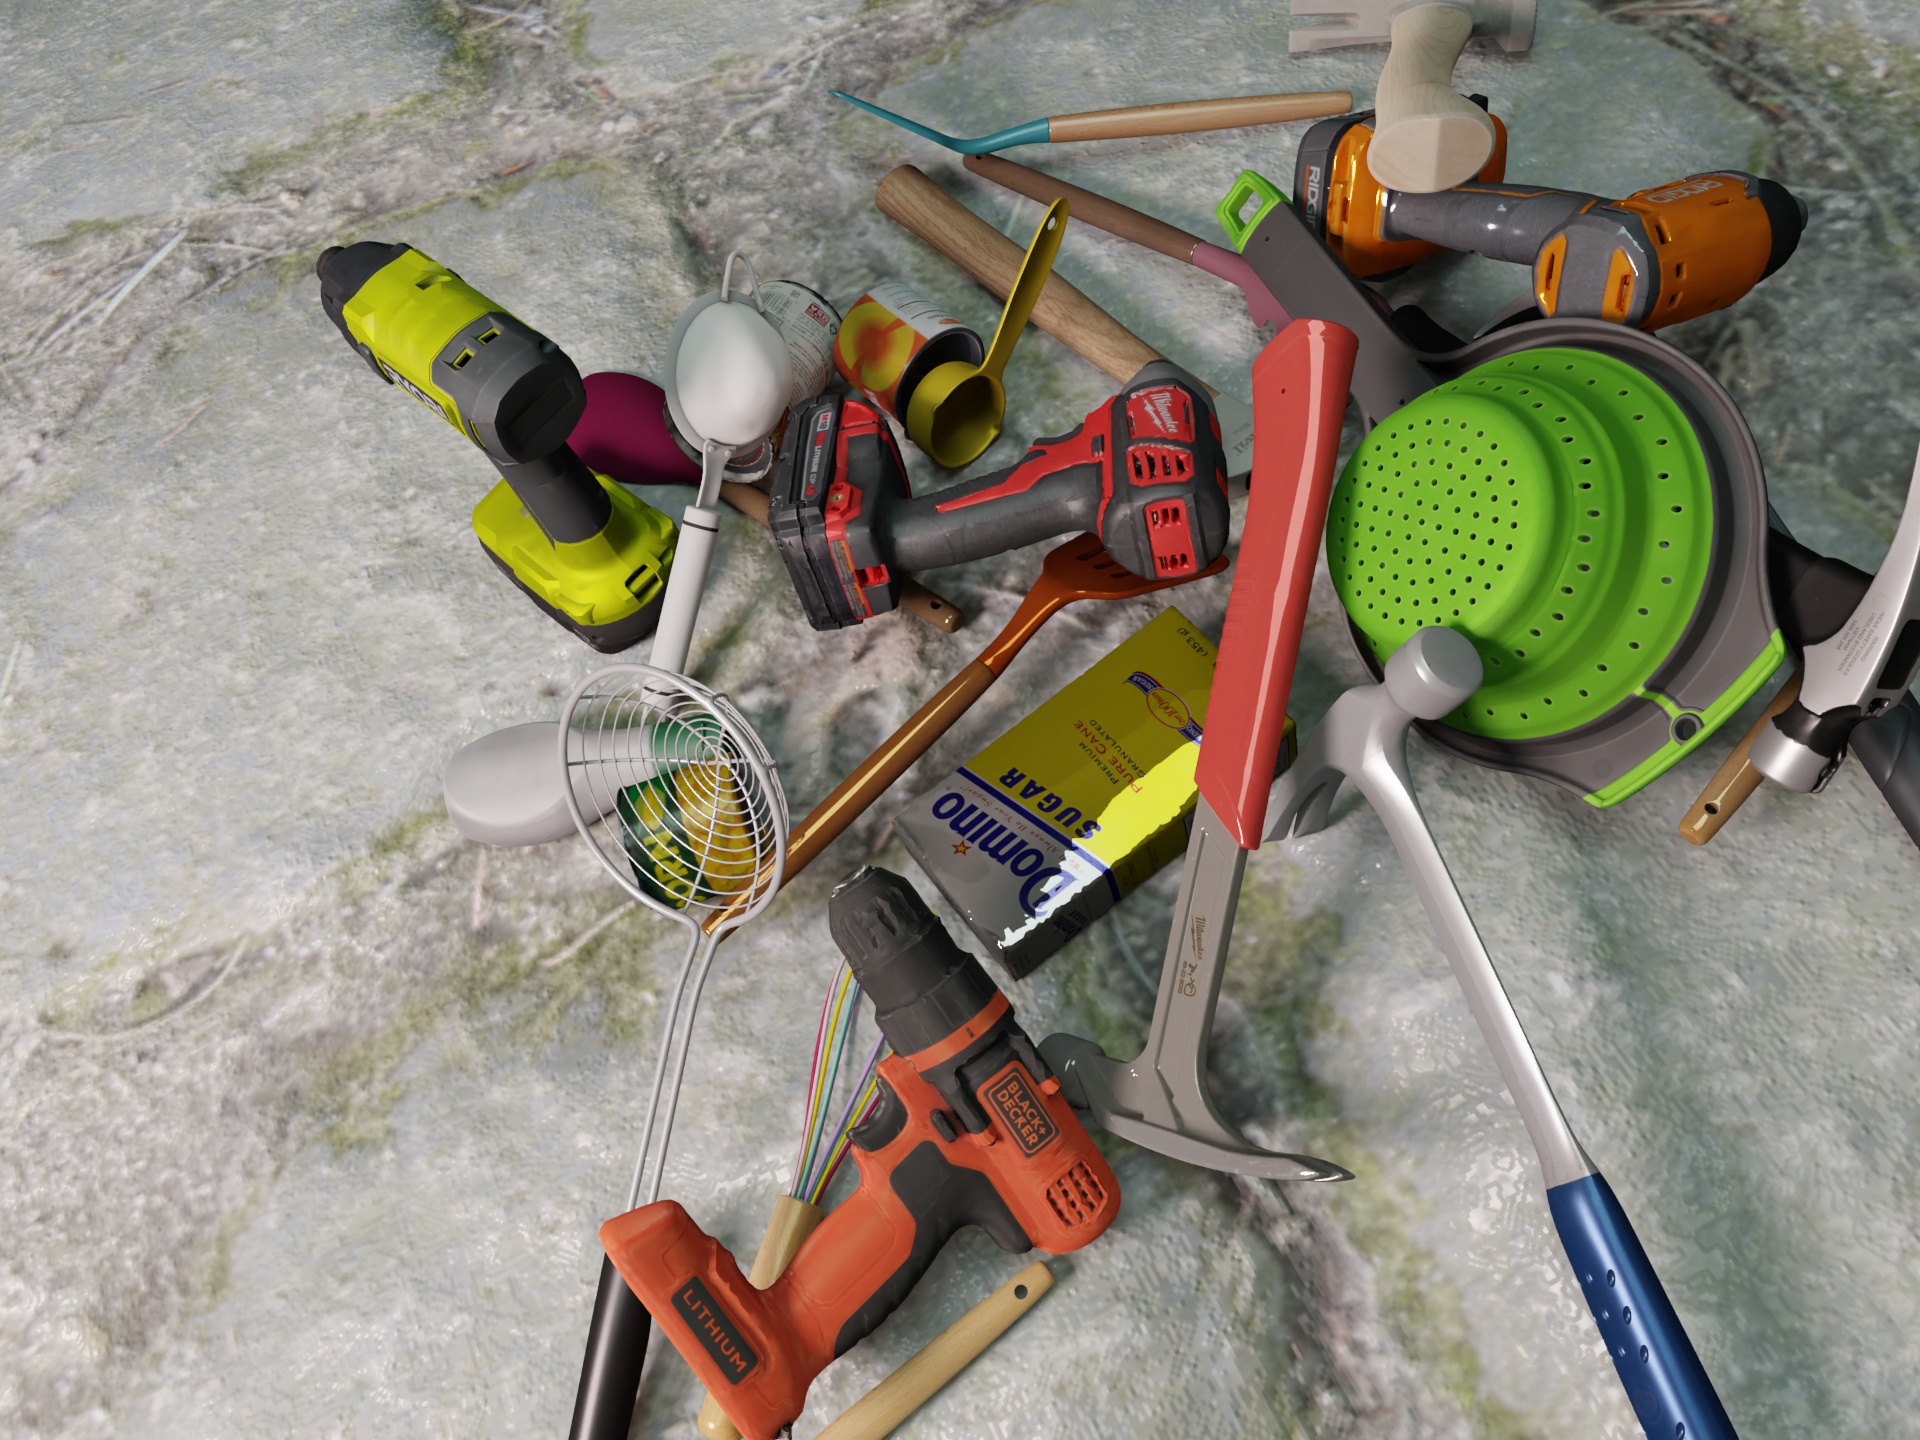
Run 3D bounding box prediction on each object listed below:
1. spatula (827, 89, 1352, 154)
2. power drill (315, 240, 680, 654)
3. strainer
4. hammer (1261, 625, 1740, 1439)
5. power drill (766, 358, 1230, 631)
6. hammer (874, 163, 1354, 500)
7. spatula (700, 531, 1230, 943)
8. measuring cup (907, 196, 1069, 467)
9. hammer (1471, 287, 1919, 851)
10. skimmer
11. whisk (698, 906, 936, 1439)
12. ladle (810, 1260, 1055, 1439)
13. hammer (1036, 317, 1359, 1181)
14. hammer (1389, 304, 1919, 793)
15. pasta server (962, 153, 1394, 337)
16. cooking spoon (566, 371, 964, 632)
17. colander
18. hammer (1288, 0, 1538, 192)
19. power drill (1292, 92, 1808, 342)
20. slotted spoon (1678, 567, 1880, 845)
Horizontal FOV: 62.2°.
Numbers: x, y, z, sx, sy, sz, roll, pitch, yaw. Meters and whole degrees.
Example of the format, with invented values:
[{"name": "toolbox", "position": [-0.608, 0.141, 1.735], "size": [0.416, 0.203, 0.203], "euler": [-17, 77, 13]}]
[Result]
[{"name": "spatula", "position": [0.079, -0.375, 0.973], "size": [0.317, 0.044, 0.082], "euler": [-4, 19, 3]}, {"name": "power drill", "position": [-0.234, -0.143, 0.822], "size": [0.171, 0.223, 0.080], "euler": [36, 74, 27]}, {"name": "strainer", "position": [-0.130, -0.112, 0.828], "size": [0.050, 0.086, 0.258], "euler": [22, 102, 38]}, {"name": "hammer", "position": [0.231, 0.170, 0.621], "size": [0.035, 0.144, 0.406], "euler": [-8, 65, -25]}, {"name": "power drill", "position": [0.023, -0.123, 0.803], "size": [0.219, 0.078, 0.143], "euler": [-7, 44, 12]}, {"name": "hammer", "position": [0.060, -0.233, 0.919], "size": [0.130, 0.031, 0.332], "euler": [-40, 60, -11]}, {"name": "spatula", "position": [-0.001, -0.003, 0.784], "size": [0.322, 0.041, 0.081], "euler": [-44, 47, -14]}, {"name": "measuring cup", "position": [0.016, -0.215, 0.871], "size": [0.029, 0.062, 0.156], "euler": [35, 108, 33]}, {"name": "hammer", "position": [0.384, -0.077, 0.757], "size": [0.149, 0.036, 0.409], "euler": [-19, 59, 3]}, {"name": "skimmer", "position": [-0.147, 0.160, 0.672], "size": [0.127, 0.090, 0.363], "euler": [0, 74, 33]}, {"name": "whisk", "position": [-0.060, 0.192, 0.704], "size": [0.047, 0.051, 0.245], "euler": [15, 69, 14]}, {"name": "ladle", "position": [-0.087, 0.324, 0.645], "size": [0.315, 0.031, 0.069], "euler": [-36, 74, -11]}, {"name": "hammer", "position": [0.127, 0.005, 0.674], "size": [0.149, 0.036, 0.359], "euler": [8, 82, 43]}, {"name": "hammer", "position": [0.303, -0.121, 0.735], "size": [0.035, 0.146, 0.335], "euler": [2, 33, -28]}, {"name": "pasta server", "position": [0.120, -0.278, 0.935], "size": [0.316, 0.040, 0.060], "euler": [34, 73, 30]}, {"name": "cooking spoon", "position": [-0.121, -0.128, 0.908], "size": [0.319, 0.017, 0.069], "euler": [32, 71, 26]}, {"name": "colander", "position": [0.198, -0.141, 0.738], "size": [0.204, 0.094, 0.398], "euler": [-52, 50, 34]}, {"name": "hammer", "position": [0.226, -0.334, 0.818], "size": [0.146, 0.038, 0.411], "euler": [4, 31, 15]}, {"name": "power drill", "position": [0.299, -0.258, 0.807], "size": [0.164, 0.084, 0.227], "euler": [-21, 37, -27]}, {"name": "slotted spoon", "position": [0.416, -0.064, 0.708], "size": [0.070, 0.031, 0.314], "euler": [37, 79, 28]}]
